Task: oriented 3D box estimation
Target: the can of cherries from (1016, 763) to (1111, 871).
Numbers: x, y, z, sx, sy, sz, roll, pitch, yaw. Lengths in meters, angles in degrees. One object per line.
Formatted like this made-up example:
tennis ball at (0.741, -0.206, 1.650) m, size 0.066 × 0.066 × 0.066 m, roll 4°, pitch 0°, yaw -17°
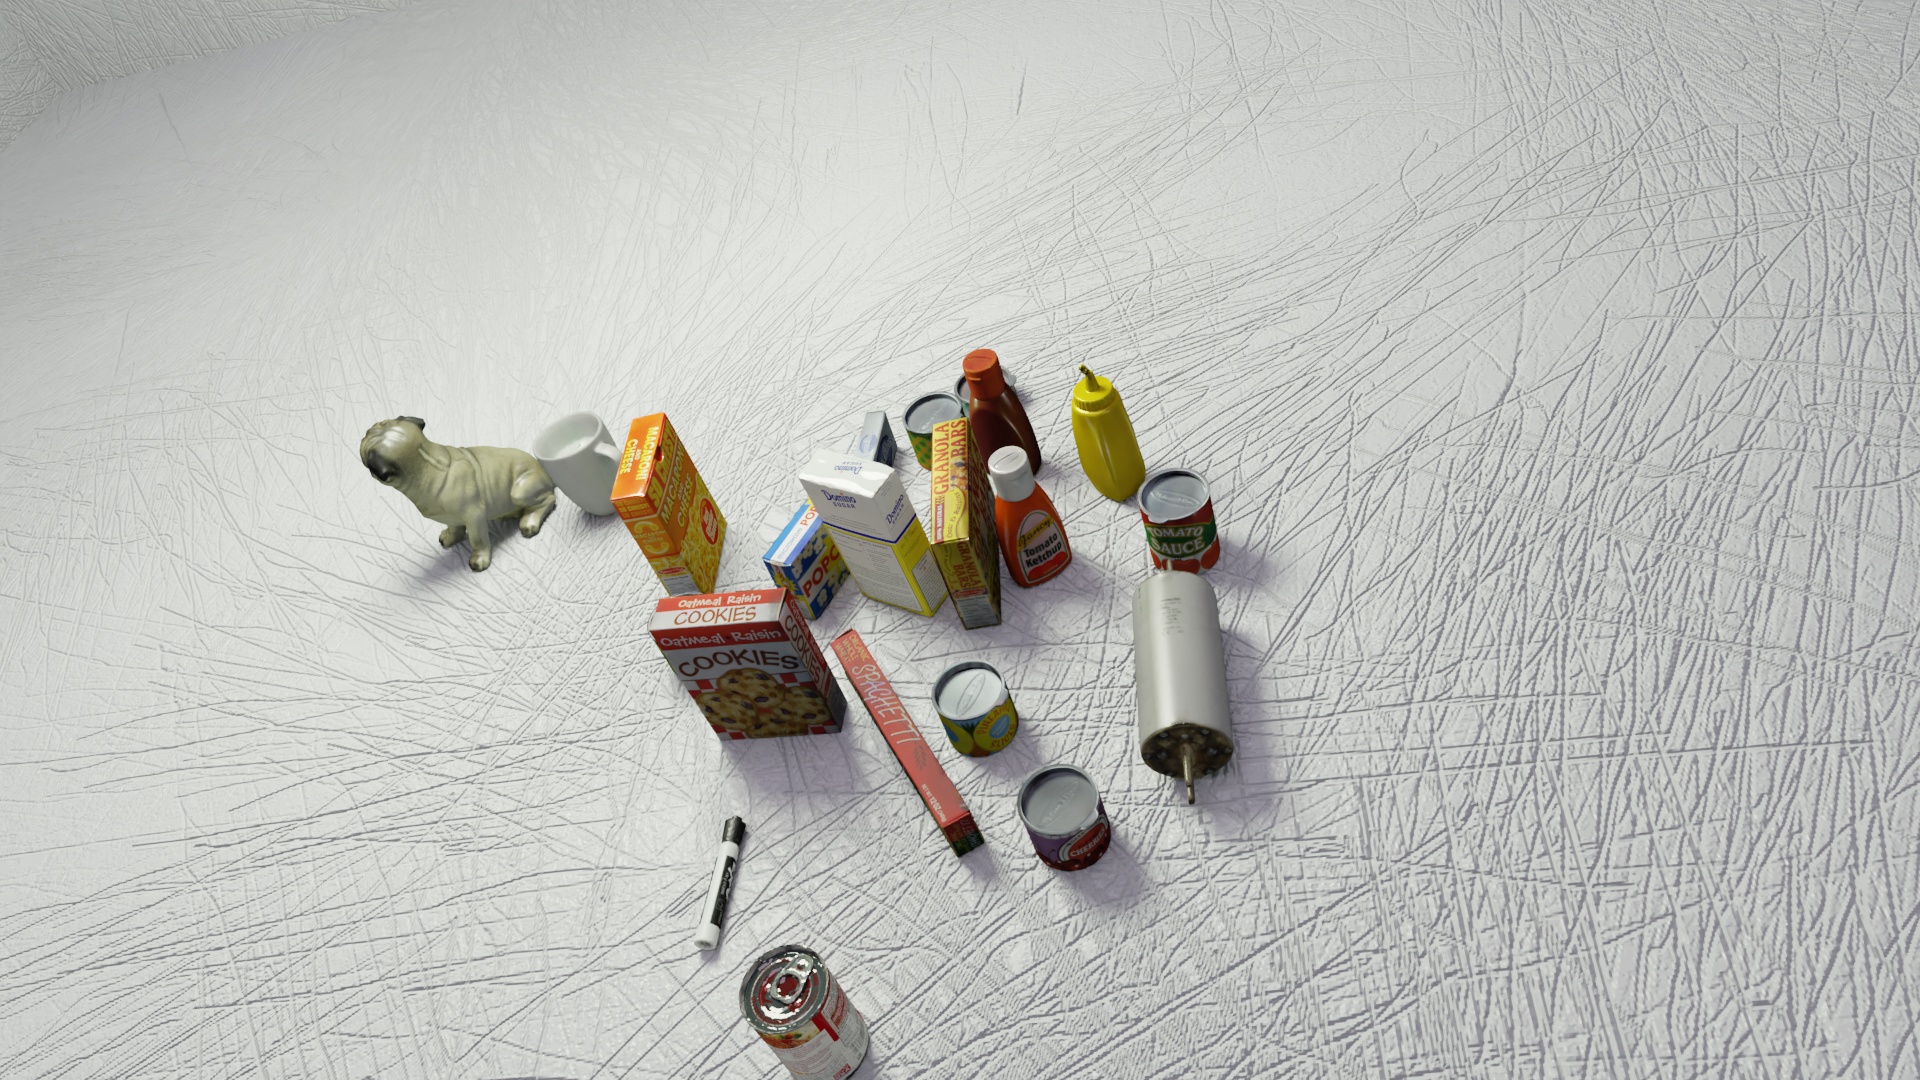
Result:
can of cherries at (0.085, 0.224, 1.112) m, size 0.071 × 0.058 × 0.072 m, roll -10°, pitch 45°, yaw 10°

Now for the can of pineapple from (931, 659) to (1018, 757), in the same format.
can of pineapple at (0.015, 0.148, 1.213) m, size 0.071 × 0.057 × 0.071 m, roll -10°, pitch 45°, yaw 10°

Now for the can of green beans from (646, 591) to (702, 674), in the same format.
can of green beans at (-0.266, 0.093, 1.368) m, size 0.071 × 0.057 × 0.071 m, roll -10°, pitch 45°, yaw 10°

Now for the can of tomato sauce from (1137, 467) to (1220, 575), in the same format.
can of tomato sauce at (0.203, -0.014, 1.285) m, size 0.071 × 0.082 × 0.071 m, roll -10°, pitch 45°, yaw 11°

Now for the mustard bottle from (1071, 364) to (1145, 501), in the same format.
mustard bottle at (0.139, -0.110, 1.347) m, size 0.049 × 0.159 × 0.065 m, roll -36°, pitch 46°, yaw -15°

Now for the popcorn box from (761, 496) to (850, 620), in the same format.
popcorn box at (-0.139, 0.005, 1.389) m, size 0.038 × 0.084 × 0.127 m, roll 12°, pitch 53°, yaw 30°

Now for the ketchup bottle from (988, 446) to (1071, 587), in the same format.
ketchup bottle at (0.060, -0.024, 1.299) m, size 0.065 × 0.148 × 0.044 m, roll -31°, pitch 45°, yaw -10°

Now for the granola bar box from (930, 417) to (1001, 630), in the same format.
granola bar box at (0.005, -0.017, 1.330) m, size 0.039 × 0.123 × 0.166 m, roll -11°, pitch 45°, yaw 10°

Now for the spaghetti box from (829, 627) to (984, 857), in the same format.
spaghetti box at (-0.051, 0.171, 1.219) m, size 0.029 × 0.050 × 0.251 m, roll -29°, pitch 45°, yaw -9°

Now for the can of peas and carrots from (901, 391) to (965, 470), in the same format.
can of peas and carrots at (-0.021, -0.116, 1.483) m, size 0.071 × 0.058 × 0.071 m, roll -10°, pitch 45°, yaw 10°

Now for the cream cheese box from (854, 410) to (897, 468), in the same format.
cream cheese box at (-0.092, -0.084, 1.482) m, size 0.024 × 0.053 × 0.104 m, roll -4°, pitch 46°, yaw 16°

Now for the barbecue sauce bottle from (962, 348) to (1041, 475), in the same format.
barbecue sauce bottle at (0.037, -0.127, 1.408) m, size 0.065 × 0.147 × 0.044 m, roll 7°, pitch 50°, yaw 26°

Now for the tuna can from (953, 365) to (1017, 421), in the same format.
tuna can at (0.031, -0.161, 1.527) m, size 0.071 × 0.032 × 0.071 m, roll -10°, pitch 45°, yaw 10°

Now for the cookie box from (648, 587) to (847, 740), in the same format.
cookie box at (-0.186, 0.112, 1.241) m, size 0.123 × 0.166 × 0.040 m, roll -6°, pitch 46°, yaw 15°

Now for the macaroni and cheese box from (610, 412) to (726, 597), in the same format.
macaroni and cheese box at (-0.294, -0.029, 1.419) m, size 0.040 × 0.165 × 0.124 m, roll -10°, pitch 45°, yaw 11°
